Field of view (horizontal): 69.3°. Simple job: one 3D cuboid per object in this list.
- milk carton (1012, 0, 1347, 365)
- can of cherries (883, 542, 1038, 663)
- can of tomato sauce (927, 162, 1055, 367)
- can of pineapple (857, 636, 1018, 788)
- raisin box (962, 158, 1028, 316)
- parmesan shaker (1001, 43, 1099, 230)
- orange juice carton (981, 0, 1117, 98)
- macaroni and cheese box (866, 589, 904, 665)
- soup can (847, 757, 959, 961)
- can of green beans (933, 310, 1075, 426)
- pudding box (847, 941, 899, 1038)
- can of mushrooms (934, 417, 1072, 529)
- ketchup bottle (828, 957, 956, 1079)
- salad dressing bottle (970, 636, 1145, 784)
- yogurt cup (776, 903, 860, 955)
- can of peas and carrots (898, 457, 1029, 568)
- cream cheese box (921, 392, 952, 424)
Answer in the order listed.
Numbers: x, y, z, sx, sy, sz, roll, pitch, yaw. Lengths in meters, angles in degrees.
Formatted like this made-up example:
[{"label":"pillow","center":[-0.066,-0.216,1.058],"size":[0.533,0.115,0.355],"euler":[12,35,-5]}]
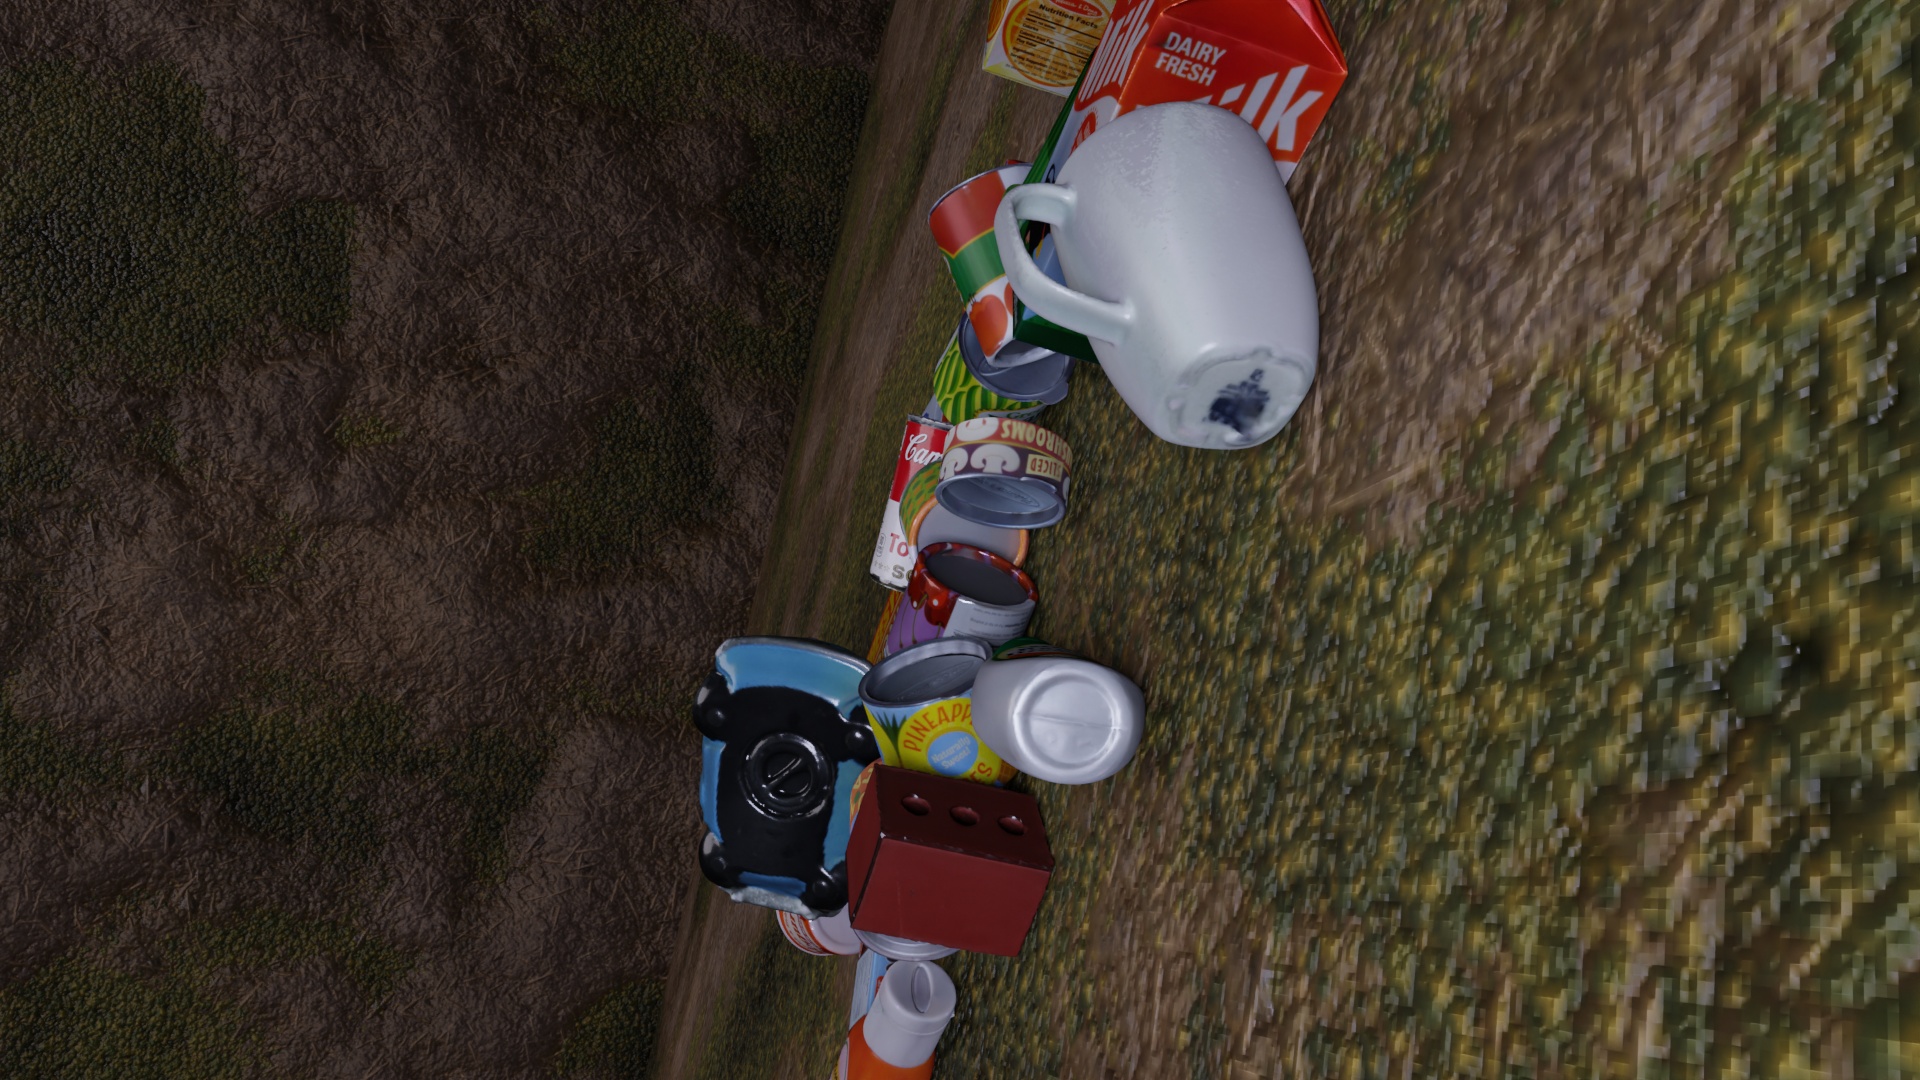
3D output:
[{"label":"milk carton","center":[0.085,-0.158,0.529],"size":[0.073,0.073,0.189],"euler":[-88,17,-45]},{"label":"can of cherries","center":[-0.001,0.040,0.713],"size":[0.072,0.071,0.058],"euler":[-99,26,-63]},{"label":"can of tomato sauce","center":[0.028,-0.139,0.713],"size":[0.083,0.071,0.071],"euler":[68,160,10]},{"label":"can of pineapple","center":[-0.008,0.086,0.654],"size":[0.071,0.071,0.057],"euler":[-112,5,-71]},{"label":"raisin box","center":[0.032,-0.168,0.880],"size":[0.085,0.040,0.124],"euler":[116,162,-50]},{"label":"parmesan shaker","center":[0.067,-0.173,0.635],"size":[0.102,0.071,0.071],"euler":[125,156,-60]},{"label":"orange juice carton","center":[0.078,-0.356,0.799],"size":[0.191,0.073,0.072],"euler":[120,161,-52]},{"label":"macaroni and cheese box","center":[-0.035,0.114,0.857],"size":[0.167,0.040,0.123],"euler":[-96,23,-57]},{"label":"soup can","center":[-0.022,0.151,0.683],"size":[0.084,0.071,0.071],"euler":[-98,25,-62]},{"label":"can of green beans","center":[0.023,-0.095,0.766],"size":[0.057,0.071,0.071],"euler":[127,154,-65]},{"label":"pudding box","center":[-0.038,0.228,0.760],"size":[0.049,0.030,0.084],"euler":[118,162,-53]},{"label":"can of mushrooms","center":[0.024,-0.033,0.694],"size":[0.070,0.071,0.033],"euler":[130,152,-65]},{"label":"ketchup bottle","center":[-0.041,0.270,0.694],"size":[0.065,0.043,0.148],"euler":[-95,23,-56]},{"label":"salad dressing bottle","center":[0.034,0.062,0.553],"size":[0.147,0.064,0.044],"euler":[-172,90,-86]},{"label":"yogurt cup","center":[-0.076,0.227,0.867],"size":[0.054,0.072,0.072],"euler":[159,124,-67]},{"label":"can of peas and carrots","center":[0.003,-0.010,0.766],"size":[0.059,0.071,0.070],"euler":[-112,38,-70]},{"label":"cream cheese box","center":[-0.022,-0.071,1.059],"size":[0.103,0.024,0.053],"euler":[127,156,-62]}]
